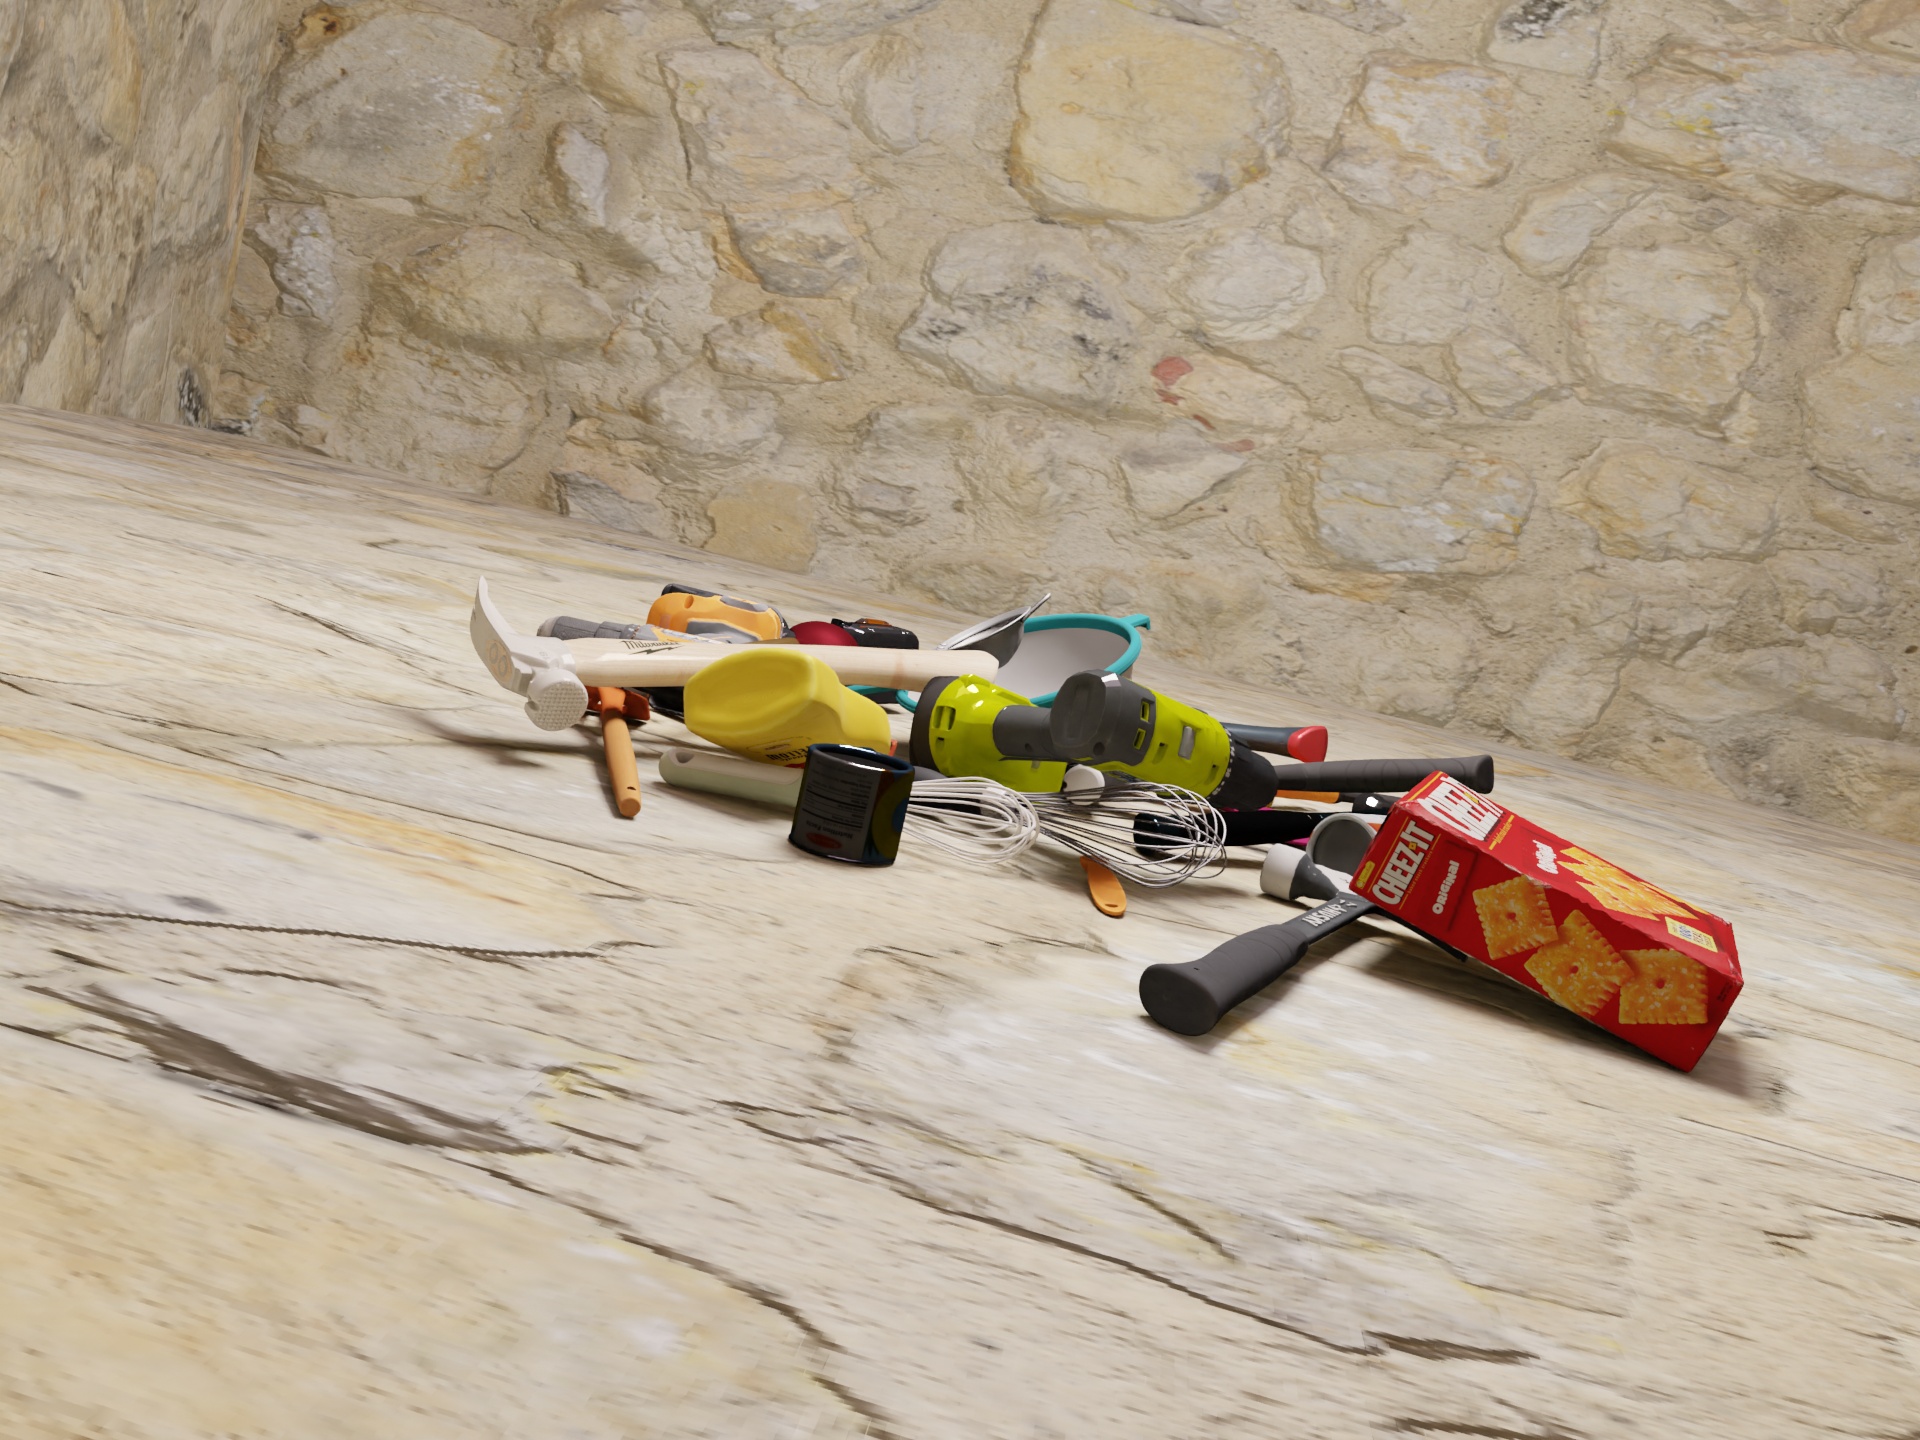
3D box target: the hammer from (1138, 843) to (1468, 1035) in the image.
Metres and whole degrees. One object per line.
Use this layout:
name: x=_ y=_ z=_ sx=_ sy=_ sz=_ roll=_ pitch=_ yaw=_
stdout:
hammer: x=0.195 y=0.128 z=0.917 sx=0.149 sy=0.036 sz=0.408 roll=18 pitch=9 yaw=25

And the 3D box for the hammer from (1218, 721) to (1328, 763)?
hammer: x=0.162 y=0.003 z=1.541 sx=0.386 sy=0.038 sz=0.143 roll=7 pitch=3 yaw=22

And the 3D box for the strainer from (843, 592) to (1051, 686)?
strainer: x=-0.040 y=-0.050 z=1.326 sx=0.258 sy=0.050 sz=0.087 roll=-14 pitch=13 yaw=16

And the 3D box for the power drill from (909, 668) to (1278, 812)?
power drill: x=0.092 y=0.021 z=1.118 sx=0.190 sy=0.080 sz=0.228 roll=21 pitch=-13 yaw=-38

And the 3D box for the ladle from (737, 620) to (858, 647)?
ladle: x=-0.150 y=-0.059 z=1.305 sx=0.069 sy=0.031 sz=0.315 roll=23 pitch=11 yaw=12

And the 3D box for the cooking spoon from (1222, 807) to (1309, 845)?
cooking spoon: x=0.226 y=0.068 z=1.459 sx=0.068 sy=0.017 sz=0.319 roll=6 pitch=10 yaw=-27

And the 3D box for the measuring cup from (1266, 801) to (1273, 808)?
measuring cup: x=0.301 y=0.072 z=1.531 sx=0.062 sy=0.029 sz=0.156 roll=20 pitch=8 yaw=43

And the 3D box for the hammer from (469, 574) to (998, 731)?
hammer: x=-0.142 y=-0.045 z=1.144 sx=0.410 sy=0.038 sz=0.146 roll=0 pitch=32 yaw=-40

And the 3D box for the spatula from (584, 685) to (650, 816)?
spatula: x=-0.231 y=0.015 z=1.055 sx=0.081 sy=0.041 sz=0.323 roll=12 pitch=12 yaw=-18

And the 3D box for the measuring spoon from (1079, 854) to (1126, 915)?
measuring spoon: x=0.089 y=0.105 z=0.999 sx=0.021 sy=0.011 sz=0.117 roll=5 pitch=12 yaw=-3

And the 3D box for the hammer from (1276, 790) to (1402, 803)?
hammer: x=0.306 y=0.062 z=1.423 sx=0.336 sy=0.034 sz=0.127 roll=9 pitch=8 yaw=-13

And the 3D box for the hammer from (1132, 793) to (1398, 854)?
hammer: x=0.263 y=0.082 z=1.242 sx=0.330 sy=0.033 sz=0.128 roll=0 pitch=4 yaw=-36

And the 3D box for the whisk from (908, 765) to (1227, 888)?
whisk: x=0.050 y=0.059 z=1.045 sx=0.285 sy=0.070 sz=0.070 roll=9 pitch=3 yaw=40

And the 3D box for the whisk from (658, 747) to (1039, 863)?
whisk: x=-0.071 y=0.048 z=1.006 sx=0.246 sy=0.059 sz=0.058 roll=10 pitch=35 yaw=4

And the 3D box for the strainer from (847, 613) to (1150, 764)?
strainer: x=-0.002 y=-0.004 z=1.373 sx=0.340 sy=0.095 sz=0.211 roll=-6 pitch=22 yaw=23

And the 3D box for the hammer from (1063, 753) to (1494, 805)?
hammer: x=0.256 y=0.046 z=1.283 sx=0.335 sy=0.035 sz=0.146 roll=-2 pitch=0 yaw=12

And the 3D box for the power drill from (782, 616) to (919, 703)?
power drill: x=-0.174 y=-0.072 z=1.571 sx=0.227 sy=0.084 sz=0.164 roll=13 pitch=7 yaw=30

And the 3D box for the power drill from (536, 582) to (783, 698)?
power drill: x=-0.254 y=-0.065 z=1.390 sx=0.185 sy=0.084 sz=0.226 roll=13 pitch=13 yaw=0
